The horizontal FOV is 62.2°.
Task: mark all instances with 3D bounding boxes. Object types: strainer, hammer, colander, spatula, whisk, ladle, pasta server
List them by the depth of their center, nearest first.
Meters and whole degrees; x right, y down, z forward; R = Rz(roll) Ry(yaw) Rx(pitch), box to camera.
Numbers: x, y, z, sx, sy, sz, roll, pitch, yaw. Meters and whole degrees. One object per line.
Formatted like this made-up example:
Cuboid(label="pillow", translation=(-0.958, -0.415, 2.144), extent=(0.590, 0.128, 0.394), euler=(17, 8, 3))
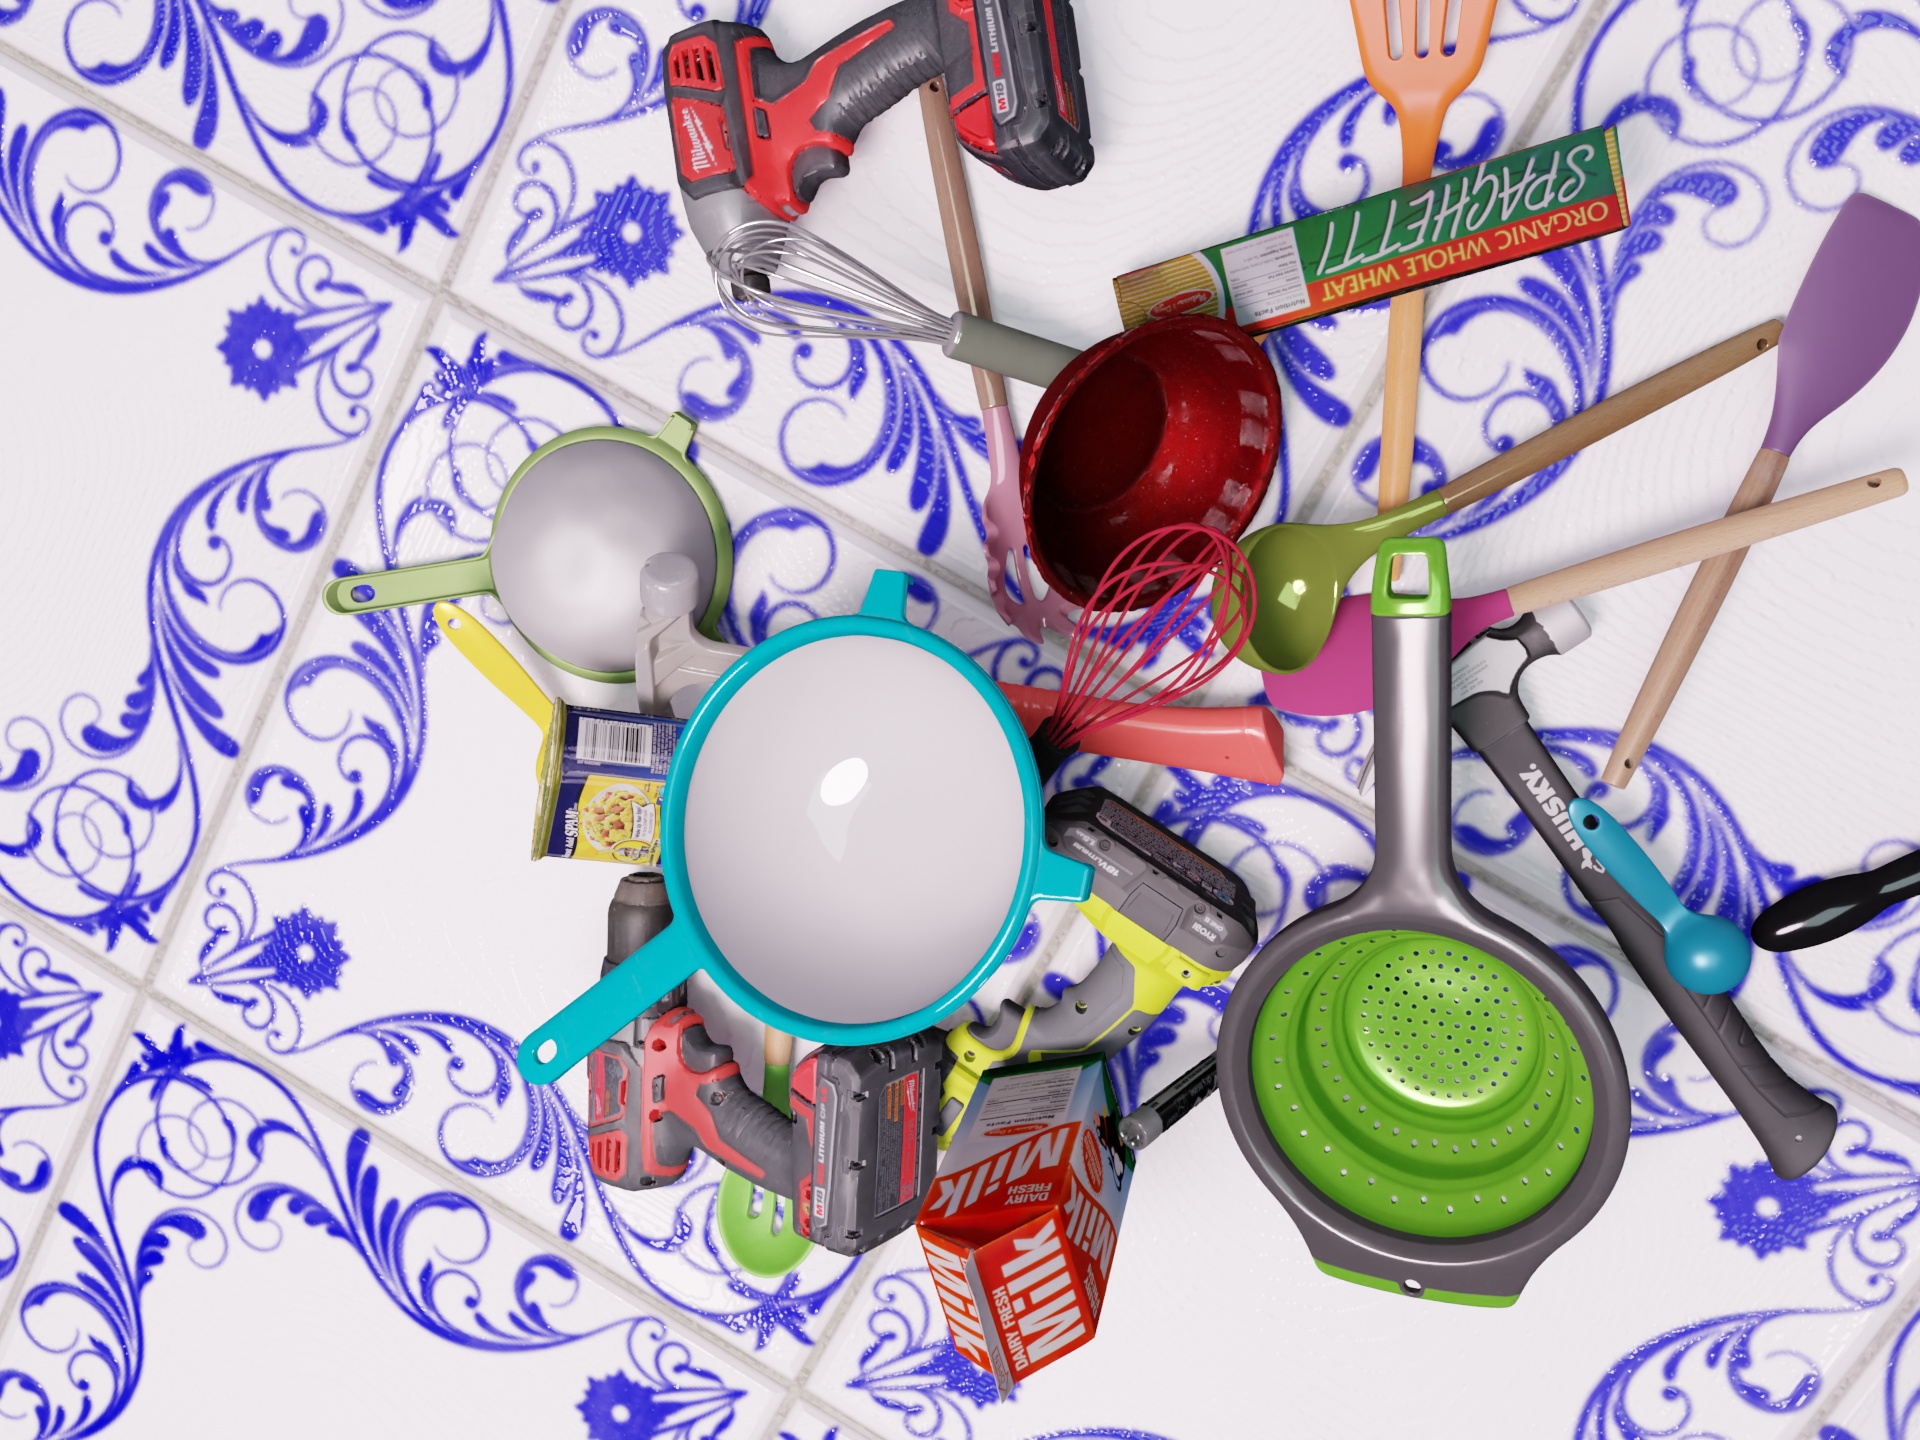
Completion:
Cuboid(label="whisk", translation=(0.539, 0.054, 0.797), extent=(0.284, 0.070, 0.070), euler=(-29, 93, 19))
Cuboid(label="spatula", translation=(0.399, -0.109, 0.799), extent=(0.059, 0.018, 0.316), euler=(24, 95, -5))
Cuboid(label="whisk", translation=(0.059, -0.003, 0.804), extent=(0.073, 0.073, 0.295), euler=(41, 139, 2))
Cuboid(label="ladle", translation=(0.272, -0.119, 0.804), extent=(0.320, 0.062, 0.078), euler=(-27, 115, 5))
Cuboid(label="spatula", translation=(0.229, -0.232, 0.816), extent=(0.081, 0.041, 0.322), euler=(5, 101, 20))
Cuboid(label="colander", translation=(0.241, 0.099, 0.822), extent=(0.204, 0.094, 0.397), euler=(2, 104, 26))
Cuboid(label="whisk", translation=(-0.012, -0.203, 0.824), extent=(0.246, 0.059, 0.057), euler=(13, 121, -18))
Cuboid(label="strainer", translation=(-0.090, 0.093, 0.837), extent=(0.340, 0.095, 0.211), euler=(-38, 72, 18))
Cuboid(label="hammer", translation=(0.353, 0.105, 0.850), extent=(0.146, 0.035, 0.335), euler=(-36, 91, 13))
Cuboid(label="pasta server", translation=(0.016, -0.198, 0.863), extent=(0.060, 0.040, 0.316), euler=(-13, 95, -16))
Cuboid(label="hammer", translation=(-0.001, -0.003, 0.882), extent=(0.359, 0.037, 0.149), euler=(9, 136, 2))
Cuboid(label="strainer", translation=(-0.262, -0.086, 0.917), extent=(0.256, 0.069, 0.151), euler=(-7, 98, 10))

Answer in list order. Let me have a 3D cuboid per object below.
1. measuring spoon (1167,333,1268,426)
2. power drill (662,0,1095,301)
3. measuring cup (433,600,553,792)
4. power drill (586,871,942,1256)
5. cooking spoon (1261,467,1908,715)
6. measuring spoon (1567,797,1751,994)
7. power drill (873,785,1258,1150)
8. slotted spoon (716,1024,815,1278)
Cuboid(label="measuring spoon", translation=(0.151, -0.204, 0.849), extent=(0.021, 0.011, 0.117), euler=(41, 104, 2))
Cuboid(label="power drill", translation=(-0.050, -0.308, 0.824), extent=(0.220, 0.078, 0.143), euler=(-8, 90, 23))
Cuboid(label="measuring cup", translation=(-0.250, -0.005, 0.918), extent=(0.062, 0.029, 0.156), euler=(-32, 117, 14))
Cuboid(label="power drill", translation=(-0.124, 0.192, 0.906), extent=(0.227, 0.080, 0.188), euler=(6, 97, 34))
Cuboid(label="cooking spoon", translation=(0.306, -0.069, 0.810), extent=(0.319, 0.017, 0.069), euler=(-18, 62, 20))
Cuboid(label="measuring spoon", translation=(0.358, 0.091, 0.817), extent=(0.042, 0.021, 0.128), euler=(-42, 91, 13))
Cuboid(label="power drill", translation=(0.048, 0.156, 0.896), extent=(0.171, 0.080, 0.223), euler=(33, 107, 3))
Cuboid(label="slotted spoon", translation=(-0.106, 0.180, 0.953), extent=(0.070, 0.031, 0.313), euler=(7, 98, 17))
